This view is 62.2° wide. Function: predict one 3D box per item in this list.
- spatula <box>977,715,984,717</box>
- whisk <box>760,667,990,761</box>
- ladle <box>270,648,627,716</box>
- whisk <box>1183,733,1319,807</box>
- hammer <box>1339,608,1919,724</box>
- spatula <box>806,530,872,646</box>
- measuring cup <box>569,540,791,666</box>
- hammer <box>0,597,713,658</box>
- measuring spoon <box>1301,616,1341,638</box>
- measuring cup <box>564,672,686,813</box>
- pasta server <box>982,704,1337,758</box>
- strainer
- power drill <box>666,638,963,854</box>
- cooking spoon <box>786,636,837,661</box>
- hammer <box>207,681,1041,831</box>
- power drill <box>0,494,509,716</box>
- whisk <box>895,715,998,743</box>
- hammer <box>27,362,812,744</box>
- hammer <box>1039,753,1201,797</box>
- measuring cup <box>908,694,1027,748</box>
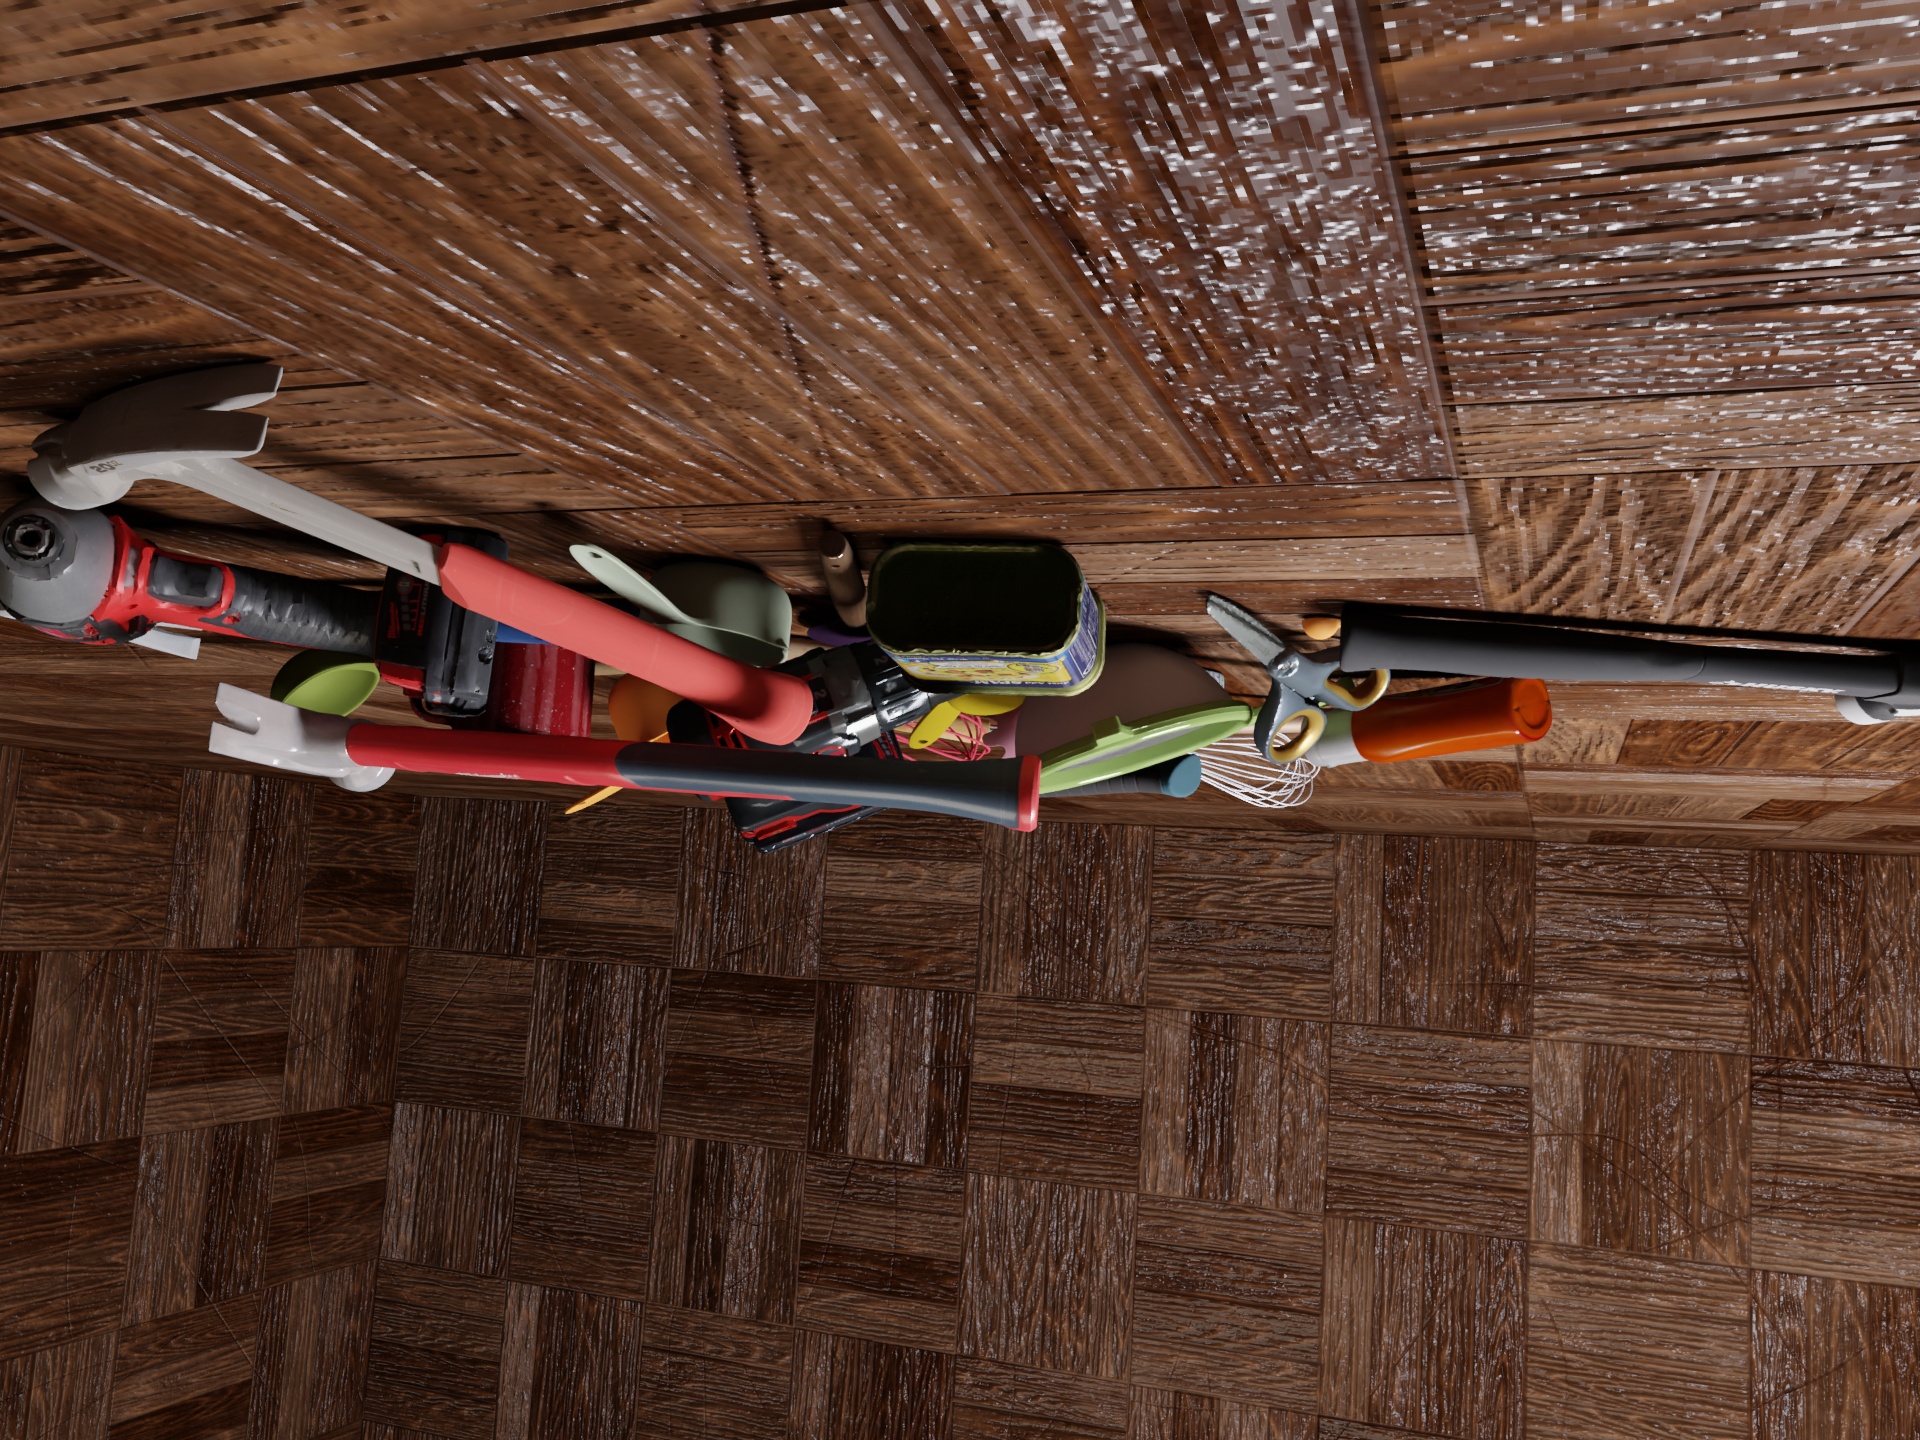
[{"bbox_3d":[0.055,-0.013,1.175,0.317,0.044,0.082,12,172,-28],"label":"spatula"},{"bbox_3d":[-0.090,-0.011,1.136,0.295,0.073,0.073,18,166,-41],"label":"whisk"},{"bbox_3d":[-0.345,-0.026,1.126,0.320,0.062,0.078,-1,175,16],"label":"ladle"},{"bbox_3d":[0.170,0.022,1.301,0.284,0.070,0.070,11,171,-21],"label":"whisk"},{"bbox_3d":[0.354,-0.031,0.801,0.334,0.035,0.146,4,174,-3],"label":"hammer"},{"bbox_3d":[-0.058,-0.059,0.831,0.060,0.018,0.316,2,175,-1],"label":"spatula"},{"bbox_3d":[-0.136,-0.066,0.756,0.083,0.038,0.167,3,165,19],"label":"measuring cup"},{"bbox_3d":[-0.326,-0.059,0.901,0.405,0.035,0.144,2,173,11],"label":"hammer"},{"bbox_3d":[0.235,-0.044,0.840,0.117,0.011,0.021,5,174,-11],"label":"measuring spoon"},{"bbox_3d":[-0.209,0.006,1.026,0.173,0.052,0.095,-29,170,32],"label":"measuring cup"},{"bbox_3d":[0.174,0.001,1.139,0.316,0.060,0.040,-1,180,-10],"label":"pasta server"},{"bbox_3d":[0.136,-0.019,0.964,0.256,0.069,0.151,-13,170,-30],"label":"strainer"},{"bbox_3d":[-0.070,0.005,0.943,0.188,0.080,0.226,-21,170,-7],"label":"power drill"},{"bbox_3d":[-0.036,-0.036,1.024,0.318,0.017,0.069,6,165,-24],"label":"cooking spoon"},{"bbox_3d":[-0.155,0.020,0.768,0.386,0.038,0.143,4,171,7],"label":"hammer"},{"bbox_3d":[-0.330,-0.059,0.747,0.219,0.078,0.143,8,172,-16],"label":"power drill"},{"bbox_3d":[0.042,0.011,1.330,0.245,0.047,0.051,10,174,-13],"label":"whisk"},{"bbox_3d":[-0.181,-0.053,0.673,0.149,0.037,0.358,-1,164,36],"label":"hammer"},{"bbox_3d":[0.022,0.049,1.246,0.331,0.033,0.128,-3,-163,22],"label":"hammer"},{"bbox_3d":[-0.002,-0.003,1.038,0.062,0.029,0.156,6,154,-21],"label":"measuring cup"}]
